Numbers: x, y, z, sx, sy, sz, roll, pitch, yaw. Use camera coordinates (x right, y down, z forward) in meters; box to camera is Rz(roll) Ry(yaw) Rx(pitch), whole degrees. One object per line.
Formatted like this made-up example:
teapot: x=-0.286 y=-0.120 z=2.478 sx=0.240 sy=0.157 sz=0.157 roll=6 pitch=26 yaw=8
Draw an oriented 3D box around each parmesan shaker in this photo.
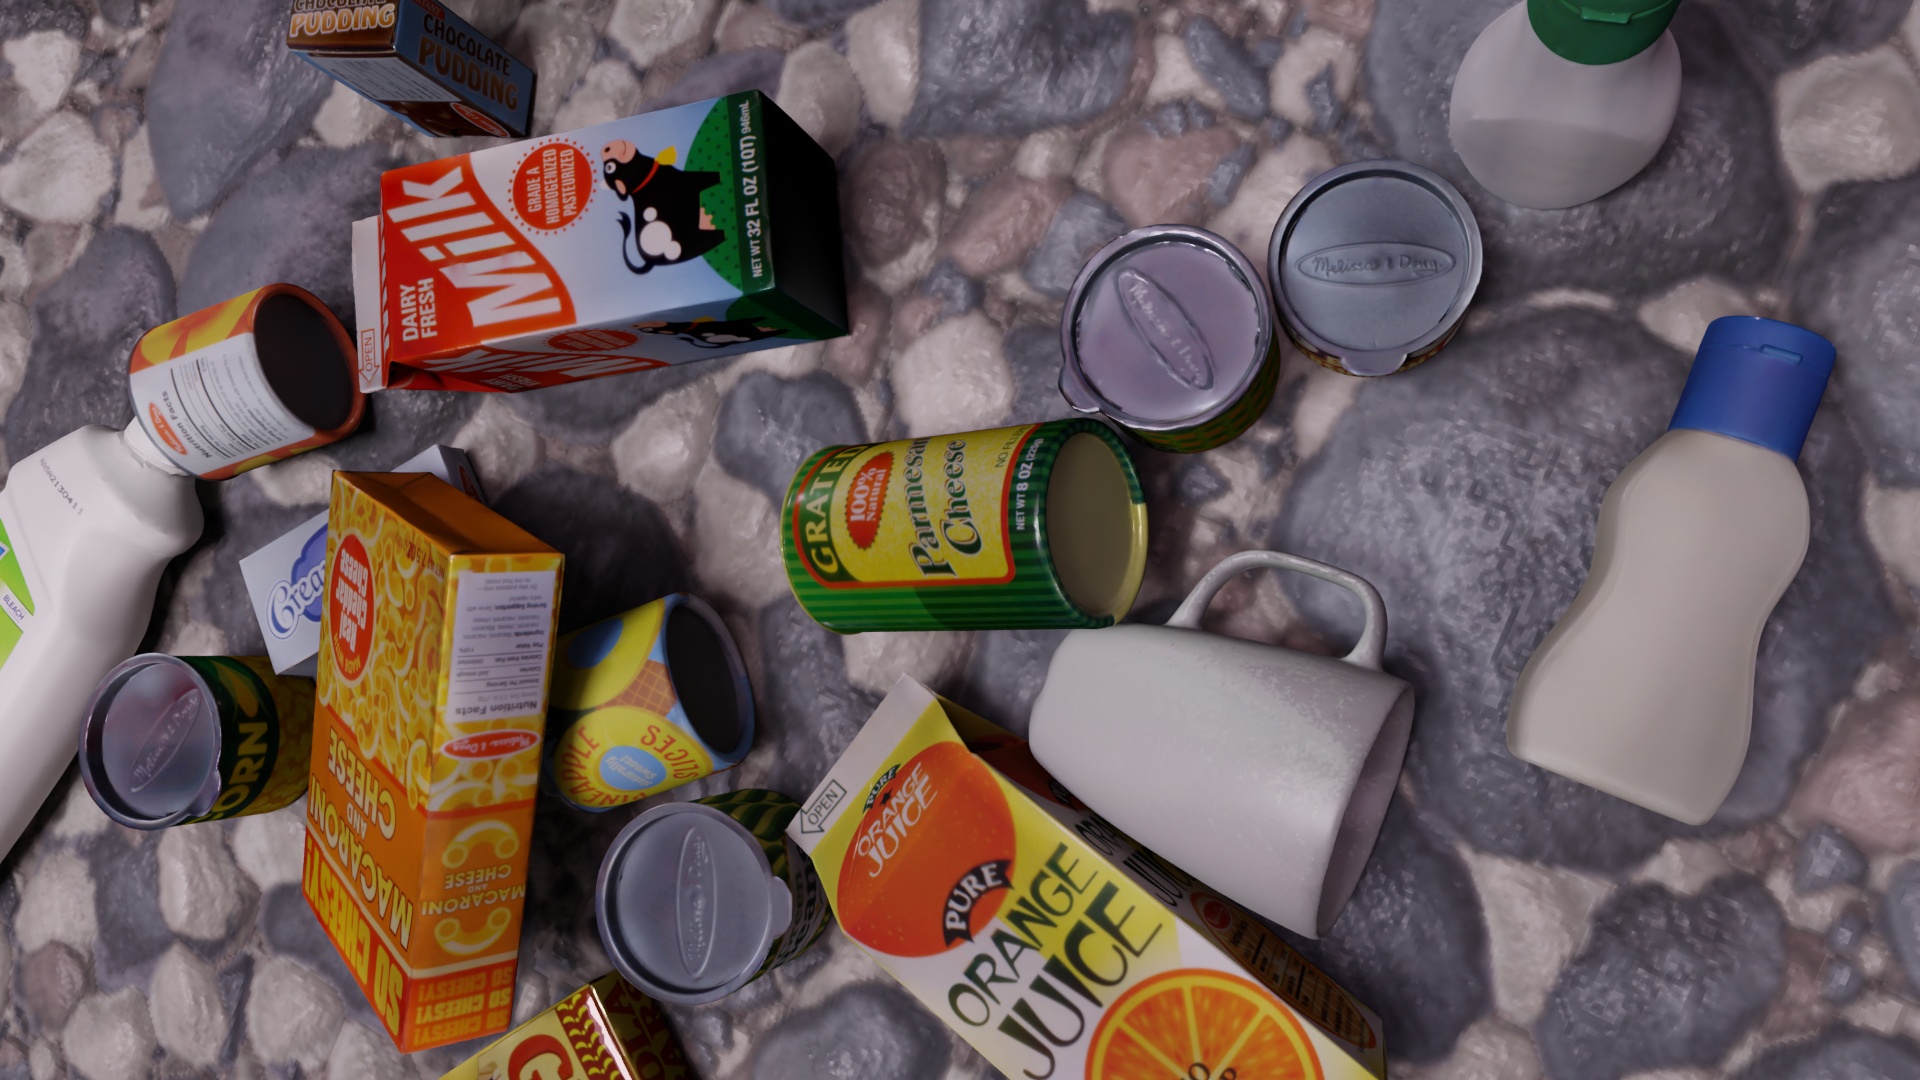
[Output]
parmesan shaker: x=0.002 y=-0.006 z=0.454 sx=0.103 sy=0.071 sz=0.071 roll=-4 pitch=84 yaw=36

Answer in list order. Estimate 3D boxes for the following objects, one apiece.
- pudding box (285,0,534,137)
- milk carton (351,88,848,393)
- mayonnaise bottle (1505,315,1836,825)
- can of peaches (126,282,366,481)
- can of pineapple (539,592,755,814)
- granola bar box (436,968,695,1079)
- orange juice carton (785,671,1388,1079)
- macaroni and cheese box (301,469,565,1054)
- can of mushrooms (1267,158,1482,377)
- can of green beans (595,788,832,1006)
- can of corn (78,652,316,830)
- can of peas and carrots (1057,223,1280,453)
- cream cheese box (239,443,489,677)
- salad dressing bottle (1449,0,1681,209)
pudding box: x=-0.210 y=-0.184 z=0.536 sx=0.049 sy=0.083 sz=0.030 roll=5 pitch=85 yaw=17
milk carton: x=-0.144 y=-0.102 z=0.515 sx=0.190 sy=0.073 sz=0.072 roll=-7 pitch=84 yaw=15
mayonnaise bottle: x=0.221 y=0.007 z=0.422 sx=0.065 sy=0.041 sz=0.148 roll=21 pitch=90 yaw=15
can of peaches: x=-0.282 y=-0.065 z=0.555 sx=0.058 sy=0.071 sz=0.071 roll=-16 pitch=81 yaw=14
can of pineapple: x=-0.114 y=0.059 z=0.494 sx=0.058 sy=0.071 sz=0.071 roll=-20 pitch=80 yaw=13
granola bar box: x=-0.134 y=0.258 z=0.496 sx=0.124 sy=0.039 sz=0.166 roll=-34 pitch=77 yaw=10
orange juice carton: x=0.034 y=0.126 z=0.444 sx=0.193 sy=0.073 sz=0.071 roll=37 pitch=95 yaw=16
macaroni and cheese box: x=-0.187 y=0.069 z=0.483 sx=0.124 sy=0.040 sz=0.166 roll=22 pitch=106 yaw=48
can of mushrooms: x=0.135 y=-0.086 z=0.457 sx=0.071 sy=0.033 sz=0.071 roll=-1 pitch=84 yaw=15
can of green beans: x=-0.083 y=0.122 z=0.485 sx=0.071 sy=0.058 sz=0.071 roll=-1 pitch=84 yaw=16
can of corn: x=-0.295 y=0.079 z=0.547 sx=0.071 sy=0.058 sz=0.071 roll=-1 pitch=85 yaw=15
can of peas and carrots: x=0.069 y=-0.063 z=0.460 sx=0.071 sy=0.059 sz=0.071 roll=-1 pitch=85 yaw=16
cream cheese box: x=-0.234 y=0.009 z=0.555 sx=0.103 sy=0.024 sz=0.053 roll=-28 pitch=77 yaw=11
salad dressing bottle: x=0.175 y=-0.137 z=0.391 sx=0.064 sy=0.147 sz=0.044 roll=13 pitch=89 yaw=16
